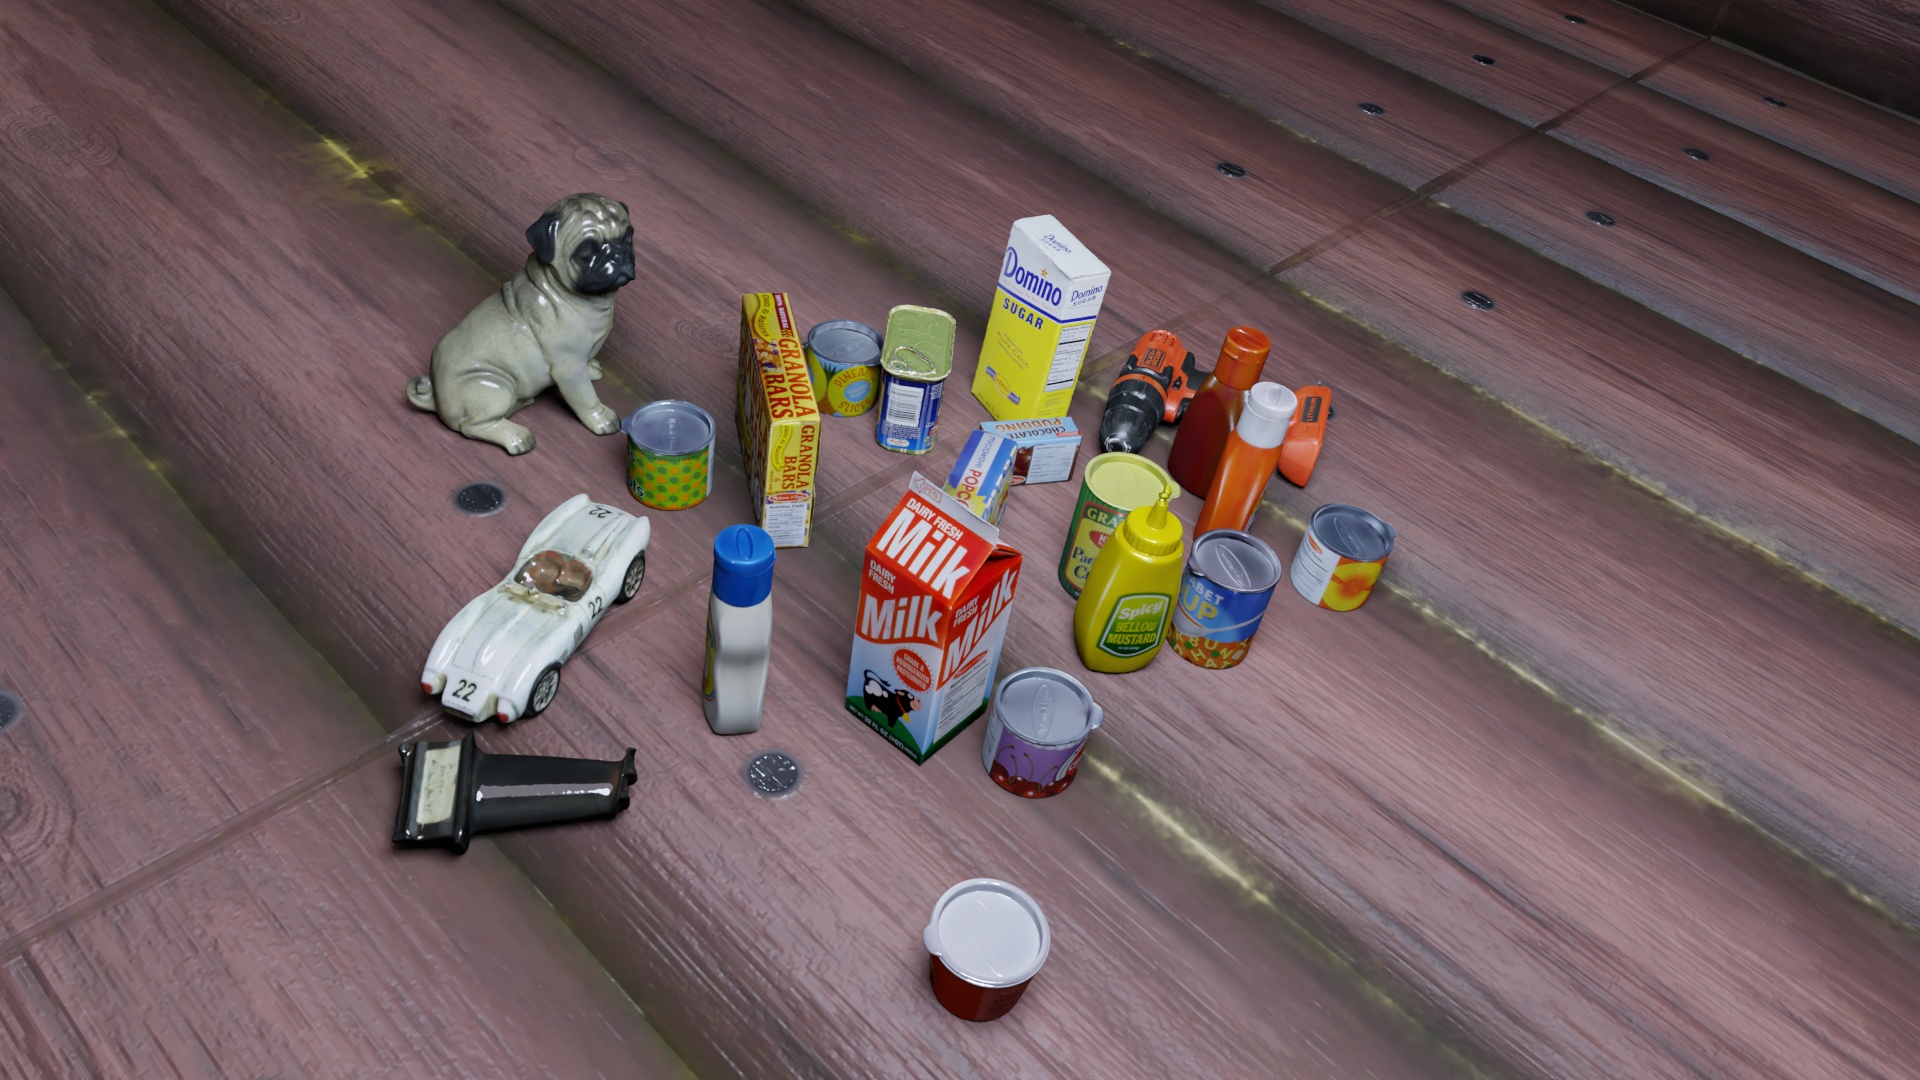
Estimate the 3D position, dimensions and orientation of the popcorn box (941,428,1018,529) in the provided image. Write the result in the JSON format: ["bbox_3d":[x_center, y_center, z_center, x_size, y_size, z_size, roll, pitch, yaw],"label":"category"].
[{"bbox_3d":[0.004,-0.013,1.039,0.038,0.084,0.127,18,42,7],"label":"popcorn box"}]

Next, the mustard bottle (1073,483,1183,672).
[{"bbox_3d":[0.122,0.025,0.967,0.065,0.159,0.049,-1,43,-14],"label":"mustard bottle"}]

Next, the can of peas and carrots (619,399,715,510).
[{"bbox_3d":[-0.224,-0.065,1.064,0.071,0.058,0.071,7,42,-6],"label":"can of peas and carrots"}]

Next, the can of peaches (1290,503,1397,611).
[{"bbox_3d":[0.303,0.014,1.098,0.071,0.057,0.071,7,42,-6],"label":"can of peaches"}]

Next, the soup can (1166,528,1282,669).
[{"bbox_3d":[0.189,0.044,1.019,0.071,0.083,0.072,7,42,-6],"label":"soup can"}]

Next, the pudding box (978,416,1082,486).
[{"bbox_3d":[0.054,-0.073,1.144,0.084,0.049,0.030,-6,44,-19],"label":"pudding box"}]

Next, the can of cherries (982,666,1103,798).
[{"bbox_3d":[0.053,0.128,0.913,0.071,0.058,0.072,7,42,-6],"label":"can of cherries"}]

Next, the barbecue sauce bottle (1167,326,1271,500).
[{"bbox_3d":[0.216,-0.105,1.142,0.044,0.147,0.065,-23,52,-33],"label":"barbecue sauce bottle"}]

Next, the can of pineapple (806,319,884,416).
[{"bbox_3d":[-0.099,-0.146,1.183,0.071,0.057,0.071,7,42,-6],"label":"can of pineapple"}]

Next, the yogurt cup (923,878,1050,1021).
[{"bbox_3d":[0.013,0.235,0.788,0.072,0.053,0.073,7,42,-6],"label":"yogurt cup"}]

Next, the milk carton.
[{"bbox_3d":[-0.017,0.046,0.889,0.072,0.189,0.074,34,46,24],"label":"milk carton"}]

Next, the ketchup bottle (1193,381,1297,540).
[{"bbox_3d":[0.223,-0.055,1.088,0.043,0.148,0.065,19,42,8],"label":"ketchup bottle"}]

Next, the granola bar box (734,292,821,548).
[{"bbox_3d":[-0.142,-0.093,1.065,0.039,0.123,0.166,-3,43,-16],"label":"granola bar box"}]

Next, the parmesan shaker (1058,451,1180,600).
[{"bbox_3d":[0.118,-0.005,1.043,0.071,0.102,0.072,7,42,-6],"label":"parmesan shaker"}]

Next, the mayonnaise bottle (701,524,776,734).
[{"bbox_3d":[-0.141,0.055,0.882,0.041,0.147,0.065,-3,43,-16],"label":"mayonnaise bottle"}]
